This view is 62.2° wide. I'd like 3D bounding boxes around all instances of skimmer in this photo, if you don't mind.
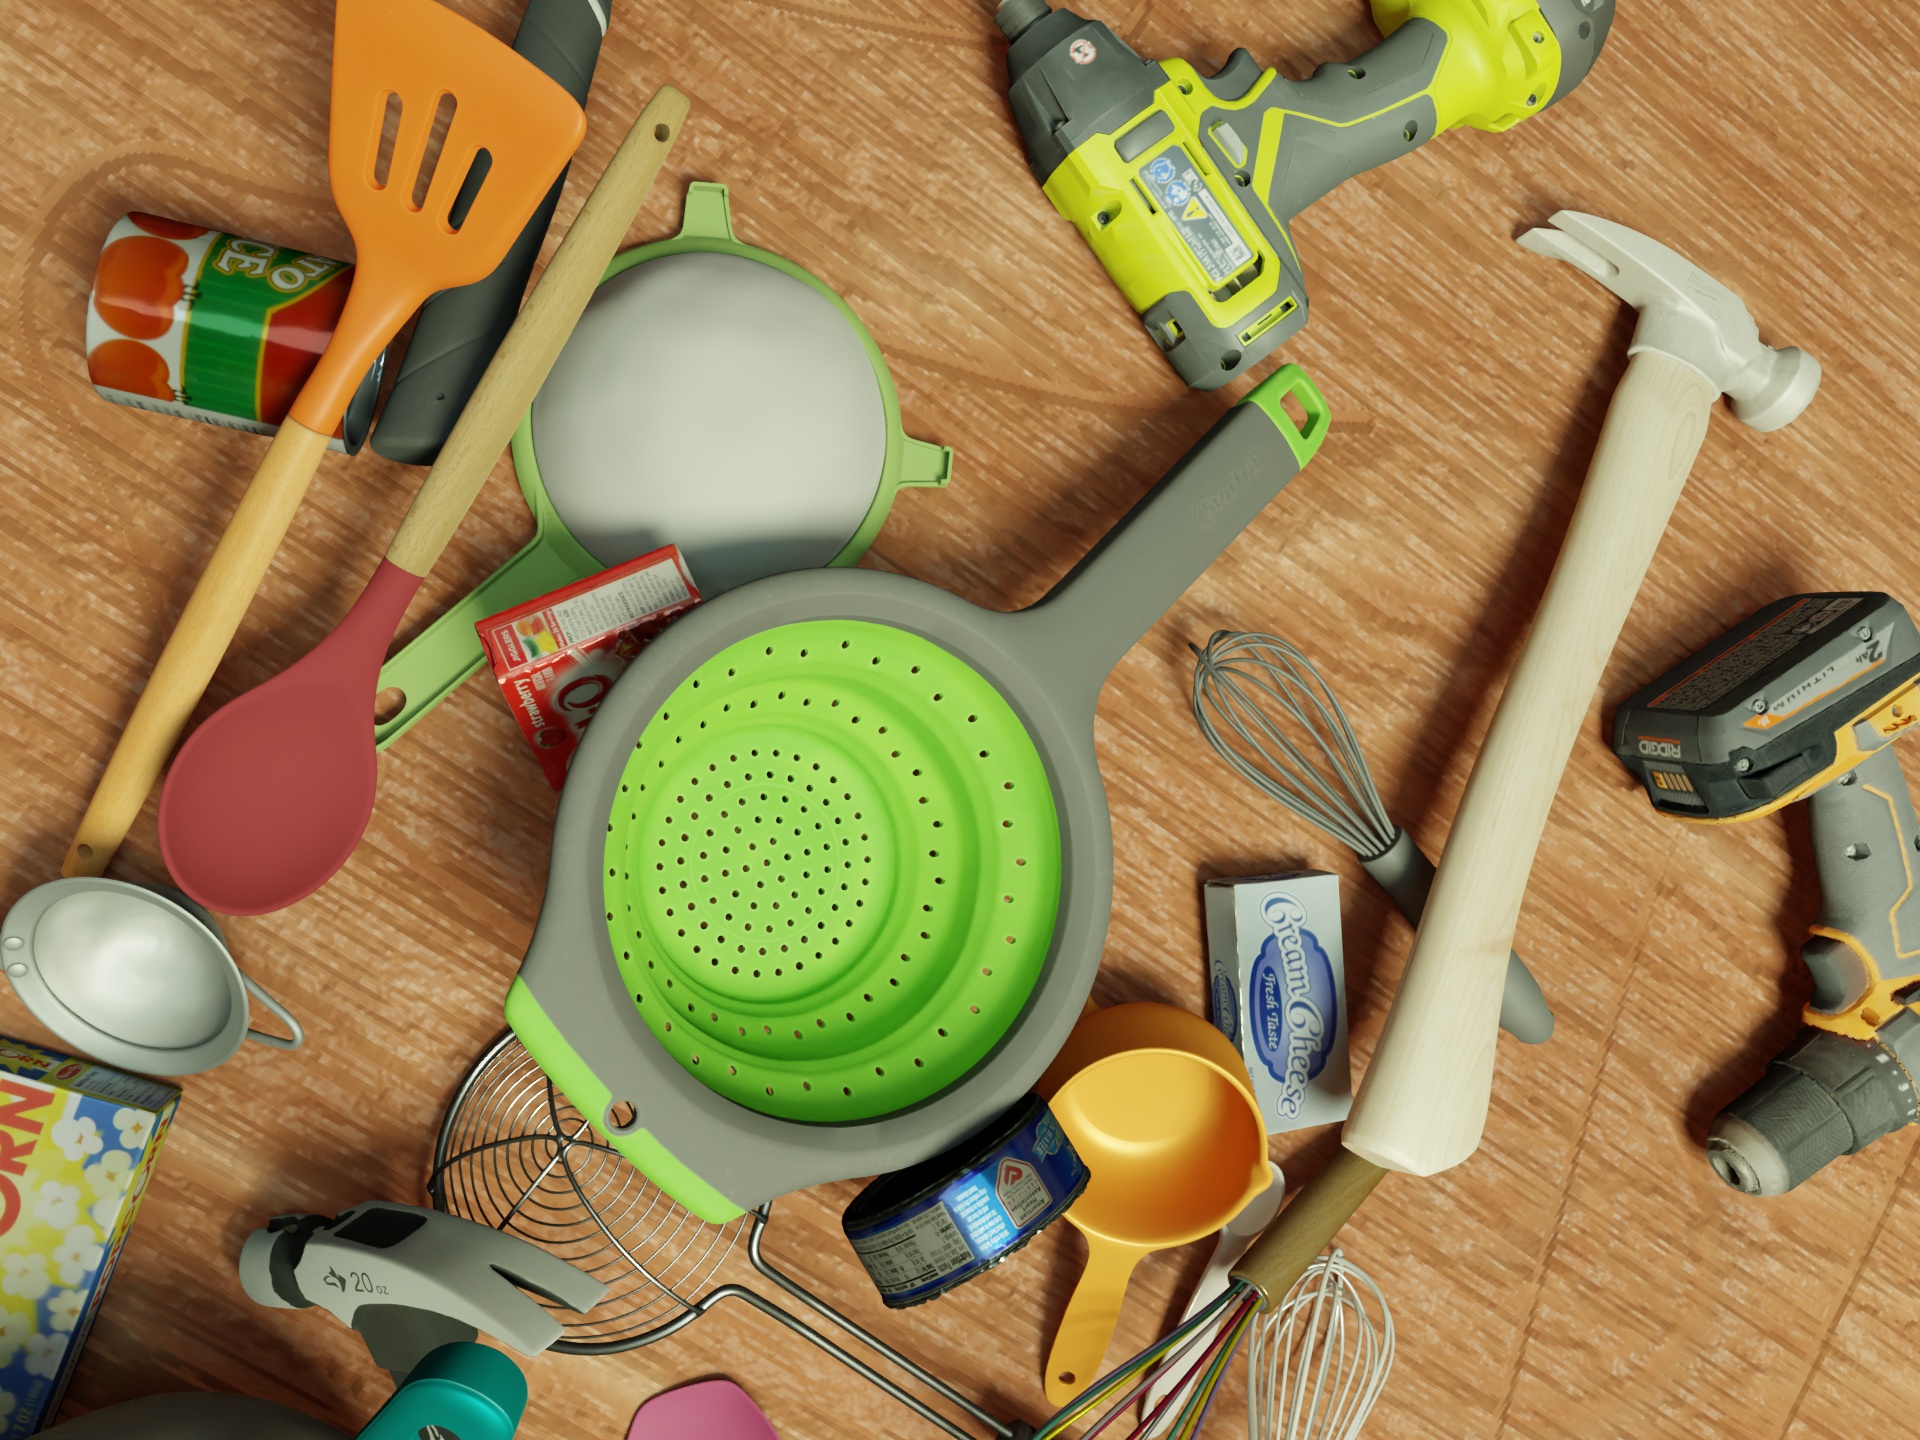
[{"bbox_3d":[-0.036,0.241,0.614,0.363,0.090,0.127,42,72,-20],"label":"skimmer"}]

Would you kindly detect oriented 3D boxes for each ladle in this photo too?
[{"bbox_3d":[-0.176,-0.075,0.538,0.069,0.031,0.315,28,95,-41],"label":"ladle"}]

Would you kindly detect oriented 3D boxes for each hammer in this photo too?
[{"bbox_3d":[0.235,-0.017,0.653,0.146,0.038,0.411,29,74,-11],"label":"hammer"},{"bbox_3d":[-0.141,-0.286,0.586,0.149,0.036,0.409,16,81,-11],"label":"hammer"},{"bbox_3d":[-0.142,0.324,0.554,0.035,0.146,0.334,-31,107,-55],"label":"hammer"}]

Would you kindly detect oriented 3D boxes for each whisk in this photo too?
[{"bbox_3d":[0.174,0.052,0.664,0.055,0.055,0.239,-45,104,-11],"label":"whisk"},{"bbox_3d":[0.116,0.312,0.593,0.058,0.059,0.246,7,48,23],"label":"whisk"},{"bbox_3d":[0.095,0.233,0.612,0.245,0.047,0.051,-36,92,-32],"label":"whisk"}]

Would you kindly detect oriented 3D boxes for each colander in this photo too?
[{"bbox_3d":[-0.001,-0.002,0.601,0.397,0.094,0.204,-45,107,-22],"label":"colander"}]

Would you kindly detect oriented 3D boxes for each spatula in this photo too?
[{"bbox_3d":[-0.226,-0.075,0.517,0.081,0.041,0.322,31,103,-8],"label":"spatula"}]

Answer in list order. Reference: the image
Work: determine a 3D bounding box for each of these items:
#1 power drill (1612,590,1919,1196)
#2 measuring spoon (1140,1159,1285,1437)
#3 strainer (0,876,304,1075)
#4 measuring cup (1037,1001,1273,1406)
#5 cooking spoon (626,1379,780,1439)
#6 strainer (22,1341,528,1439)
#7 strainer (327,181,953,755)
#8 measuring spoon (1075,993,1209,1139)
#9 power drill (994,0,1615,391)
[{"bbox_3d":[0.371,0.081,0.694,0.185,0.084,0.226,-32,100,-11],"label":"power drill"},{"bbox_3d":[0.098,0.236,0.656,0.034,0.018,0.124,23,90,-31],"label":"measuring spoon"},{"bbox_3d":[-0.347,0.071,0.537,0.258,0.050,0.086,11,121,-8],"label":"strainer"},{"bbox_3d":[0.062,0.192,0.634,0.095,0.052,0.173,14,111,-3],"label":"measuring cup"},{"bbox_3d":[-0.065,0.405,0.575,0.068,0.017,0.319,-14,77,-6],"label":"cooking spoon"},{"bbox_3d":[-0.203,0.244,0.480,0.211,0.095,0.340,36,120,-11],"label":"strainer"},{"bbox_3d":[-0.128,-0.077,0.578,0.256,0.069,0.151,-43,98,-13],"label":"strainer"},{"bbox_3d":[0.079,0.143,0.656,0.117,0.011,0.021,39,74,-13],"label":"measuring spoon"},{"bbox_3d":[0.135,-0.266,0.645,0.223,0.080,0.171,-38,98,-9],"label":"power drill"}]
